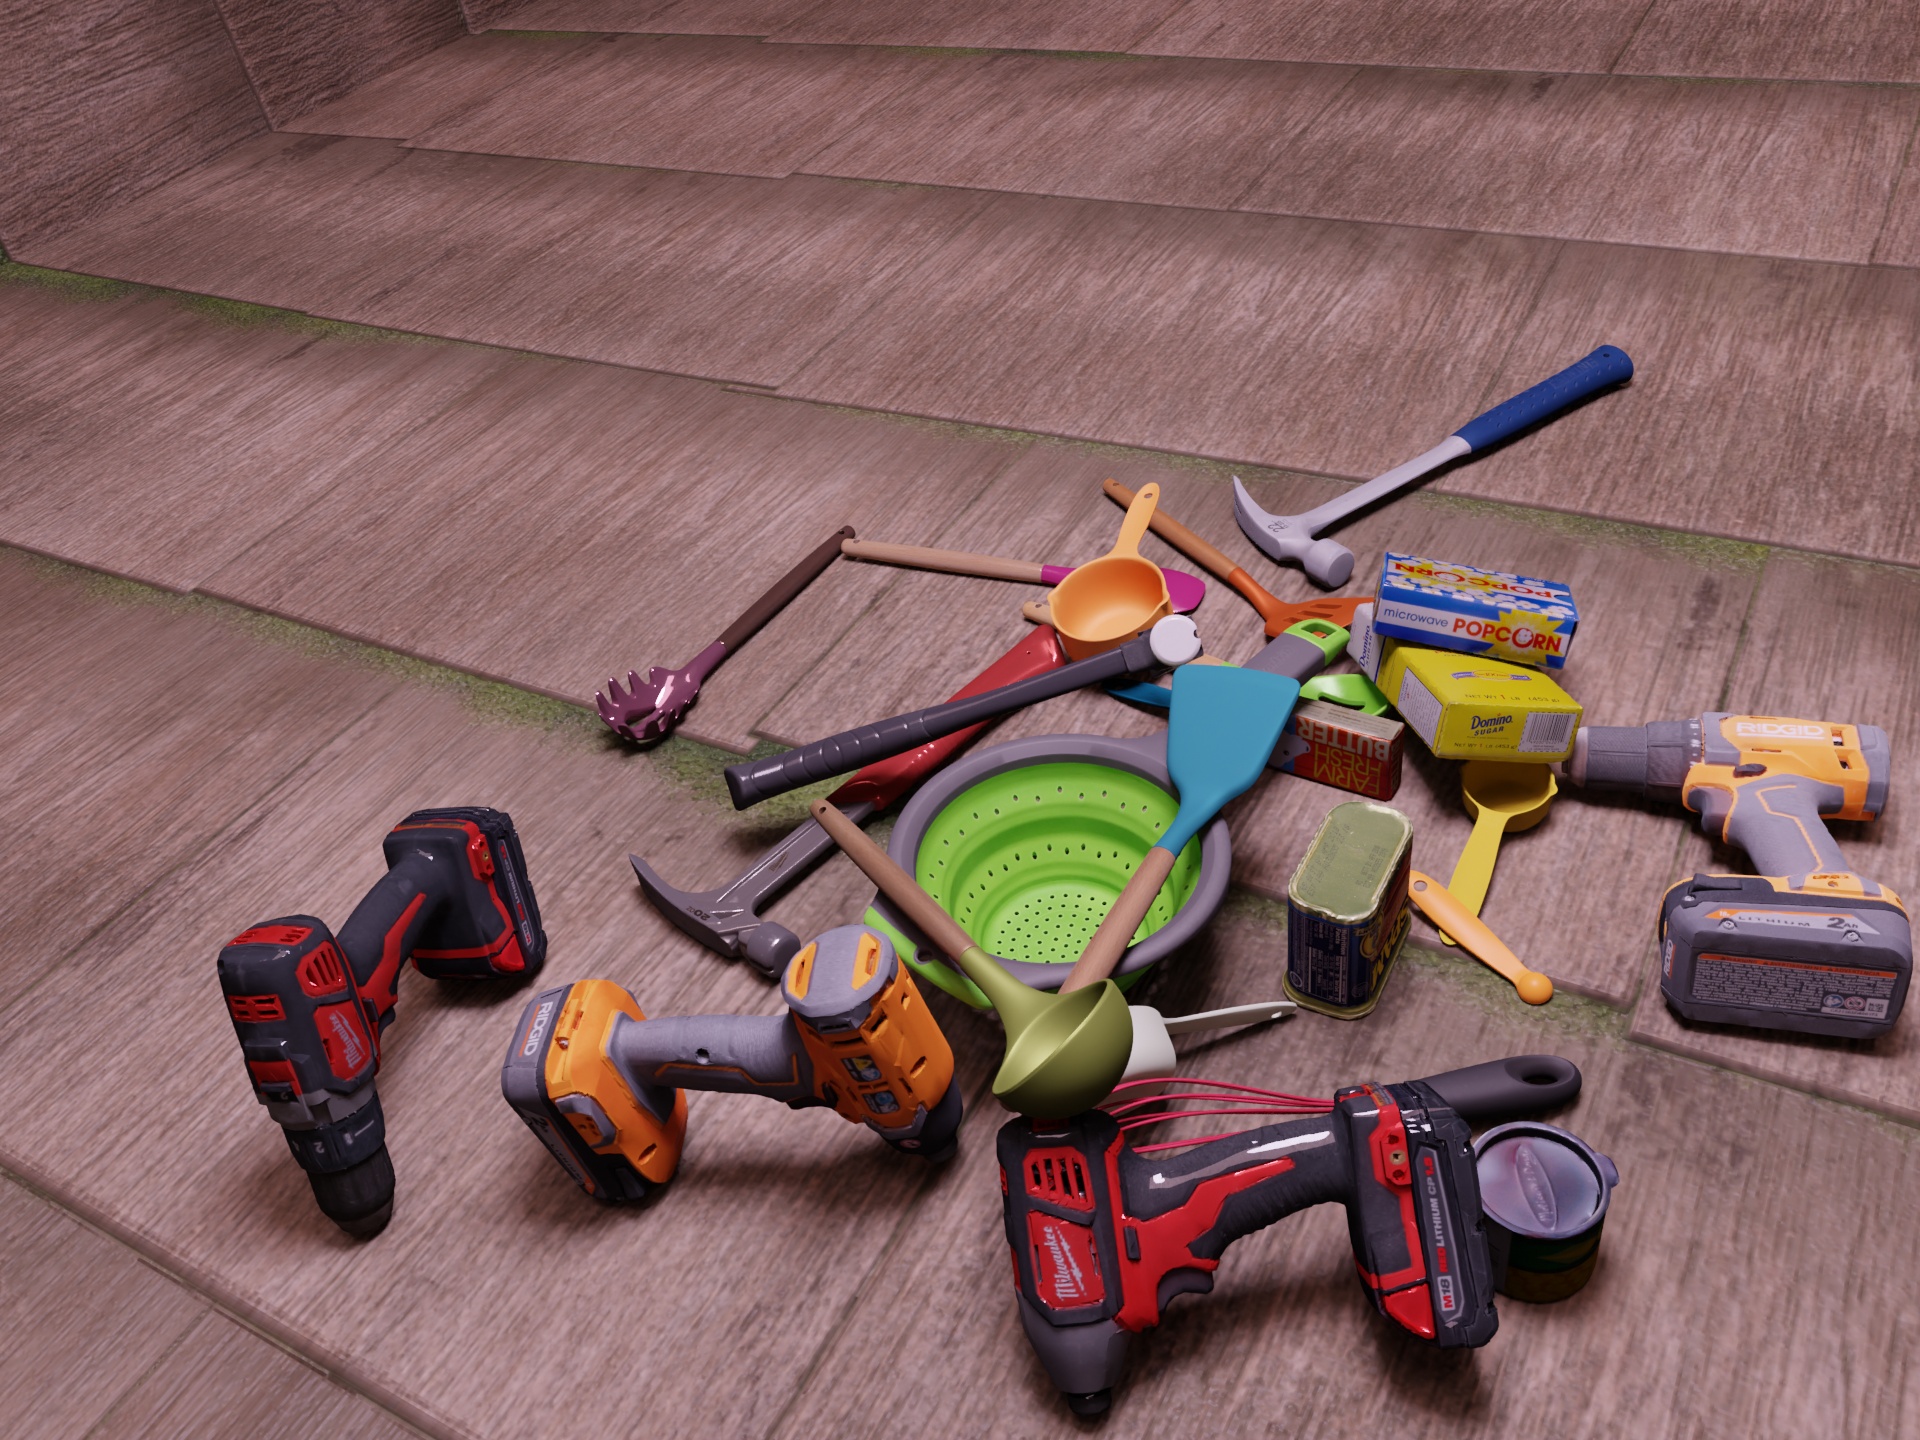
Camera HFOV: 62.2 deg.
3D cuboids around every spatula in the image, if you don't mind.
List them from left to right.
[{"bbox_3d":[0.098,0.085,0.881,0.082,0.044,0.318,10,45,31],"label":"spatula"},{"bbox_3d":[0.206,-0.134,1.272,0.081,0.041,0.323,-26,41,-17],"label":"spatula"}]

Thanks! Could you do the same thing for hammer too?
[{"bbox_3d":[-0.057,0.036,1.128,0.149,0.036,0.359,26,52,36],"label":"hammer"},{"bbox_3d":[-0.002,-0.003,1.072,0.335,0.035,0.146,-18,-1,5],"label":"hammer"},{"bbox_3d":[0.411,-0.233,1.350,0.405,0.035,0.144,-28,43,-20],"label":"hammer"}]

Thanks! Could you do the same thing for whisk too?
[{"bbox_3d":[0.192,0.214,0.846,0.296,0.073,0.073,-8,39,-8],"label":"whisk"}]

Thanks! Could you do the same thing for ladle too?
[{"bbox_3d":[-0.014,0.108,0.853,0.078,0.062,0.320,-43,38,-7],"label":"ladle"}]

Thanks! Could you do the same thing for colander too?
[{"bbox_3d":[0.118,0.065,1.006,0.205,0.094,0.397,30,53,36],"label":"colander"}]

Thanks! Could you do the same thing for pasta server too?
[{"bbox_3d":[-0.179,-0.079,1.292,0.060,0.040,0.316,25,49,20],"label":"pasta server"}]

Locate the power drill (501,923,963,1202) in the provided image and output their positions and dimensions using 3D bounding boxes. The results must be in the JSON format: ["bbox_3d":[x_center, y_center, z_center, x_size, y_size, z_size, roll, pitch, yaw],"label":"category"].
[{"bbox_3d":[-0.113,0.199,0.869,0.226,0.164,0.084,-13,38,17],"label":"power drill"}]

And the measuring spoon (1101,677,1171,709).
[{"bbox_3d":[0.154,-0.007,1.155,0.129,0.021,0.042,19,47,43],"label":"measuring spoon"}]

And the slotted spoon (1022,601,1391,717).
[{"bbox_3d":[0.174,-0.044,1.183,0.314,0.031,0.070,21,46,35],"label":"slotted spoon"}]

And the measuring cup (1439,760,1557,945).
[{"bbox_3d":[0.331,0.083,1.003,0.062,0.029,0.157,14,57,27],"label":"measuring cup"}]

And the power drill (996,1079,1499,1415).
[{"bbox_3d":[0.132,0.250,0.761,0.219,0.143,0.078,-7,-3,4],"label":"power drill"}]

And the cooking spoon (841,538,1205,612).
[{"bbox_3d":[0.045,-0.124,1.312,0.319,0.017,0.069,10,43,22],"label":"cooking spoon"}]

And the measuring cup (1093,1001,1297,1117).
[{"bbox_3d":[0.124,0.188,0.893,0.167,0.083,0.038,-6,54,-21],"label":"measuring cup"}]

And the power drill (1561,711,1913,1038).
[{"bbox_3d":[0.453,0.074,0.941,0.185,0.084,0.226,4,37,20],"label":"power drill"}]

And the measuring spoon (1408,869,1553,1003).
[{"bbox_3d":[0.306,0.126,0.949,0.021,0.011,0.117,-35,50,-10],"label":"measuring spoon"}]

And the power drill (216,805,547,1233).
[{"bbox_3d":[-0.336,0.169,0.949,0.080,0.187,0.227,-4,21,15],"label":"power drill"}]

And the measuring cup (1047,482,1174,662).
[{"bbox_3d":[0.129,-0.106,1.205,0.095,0.052,0.174,3,49,26],"label":"measuring cup"}]
